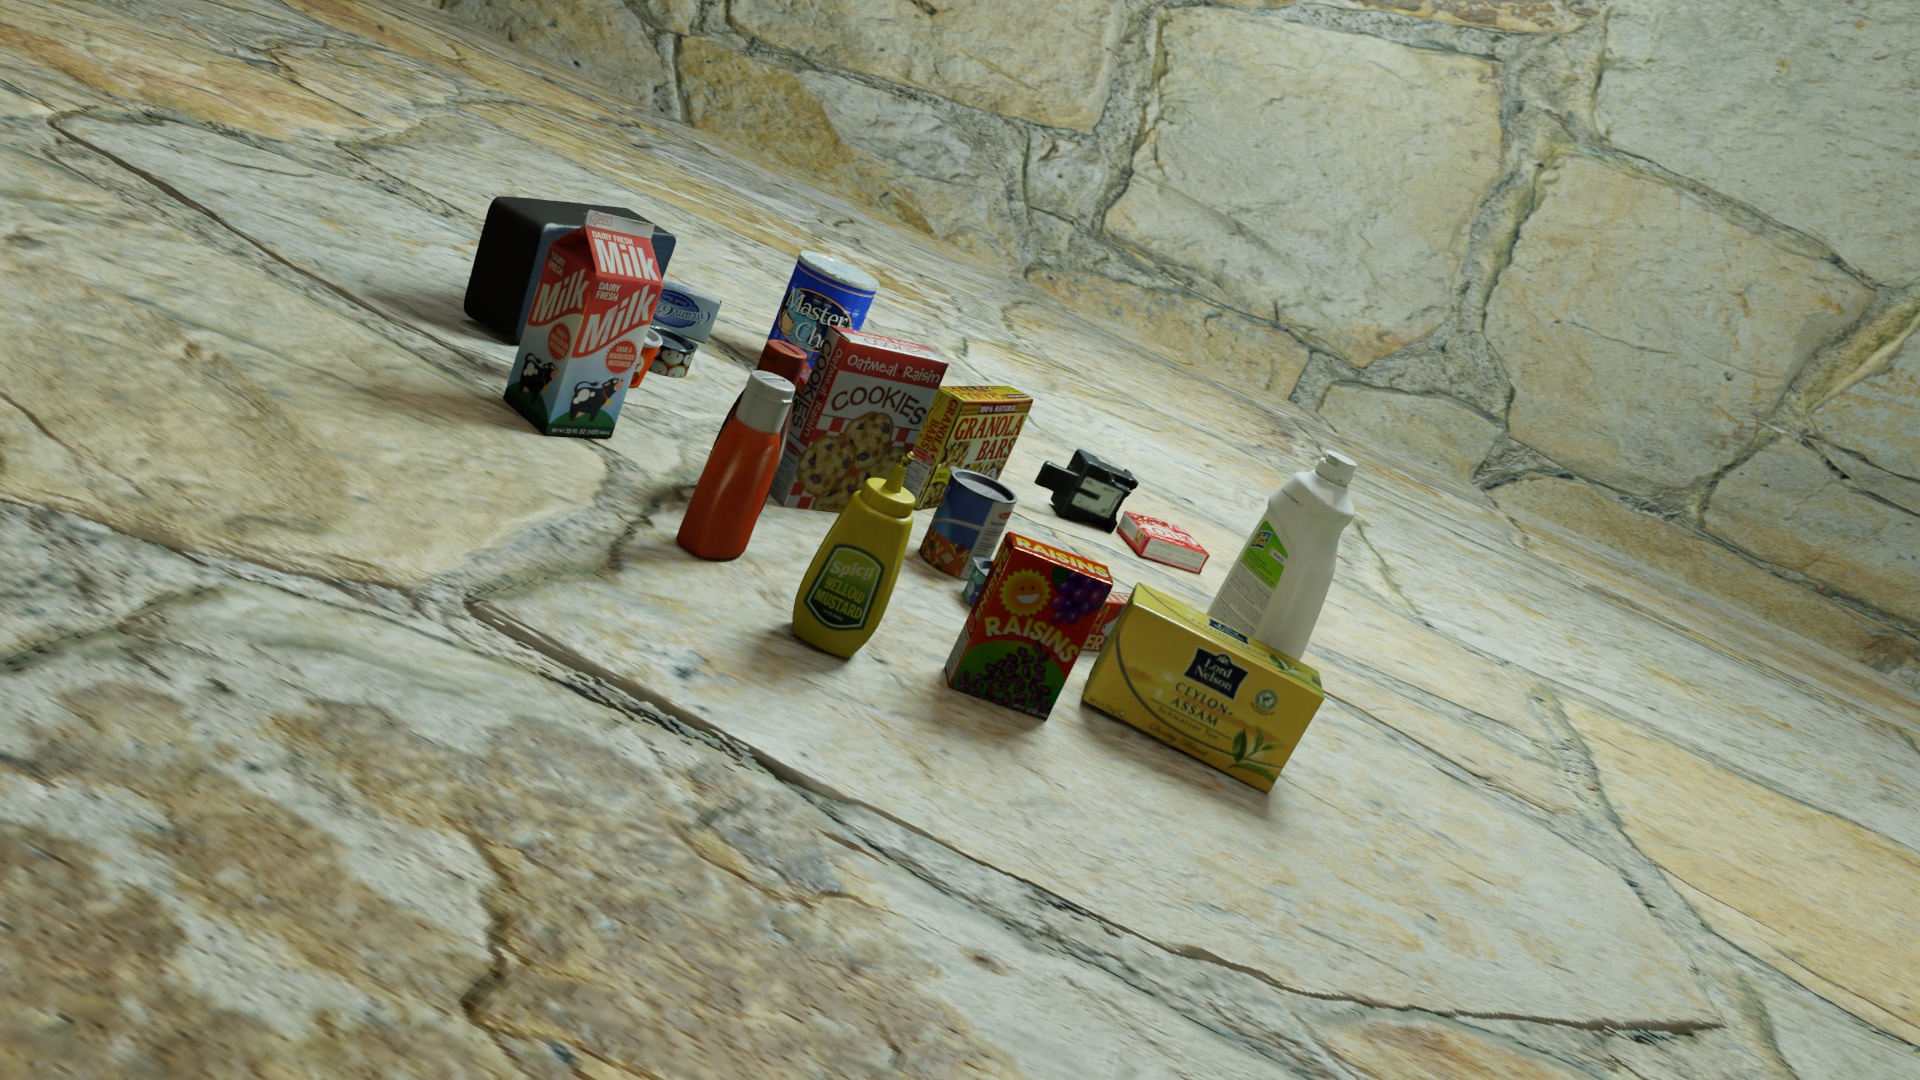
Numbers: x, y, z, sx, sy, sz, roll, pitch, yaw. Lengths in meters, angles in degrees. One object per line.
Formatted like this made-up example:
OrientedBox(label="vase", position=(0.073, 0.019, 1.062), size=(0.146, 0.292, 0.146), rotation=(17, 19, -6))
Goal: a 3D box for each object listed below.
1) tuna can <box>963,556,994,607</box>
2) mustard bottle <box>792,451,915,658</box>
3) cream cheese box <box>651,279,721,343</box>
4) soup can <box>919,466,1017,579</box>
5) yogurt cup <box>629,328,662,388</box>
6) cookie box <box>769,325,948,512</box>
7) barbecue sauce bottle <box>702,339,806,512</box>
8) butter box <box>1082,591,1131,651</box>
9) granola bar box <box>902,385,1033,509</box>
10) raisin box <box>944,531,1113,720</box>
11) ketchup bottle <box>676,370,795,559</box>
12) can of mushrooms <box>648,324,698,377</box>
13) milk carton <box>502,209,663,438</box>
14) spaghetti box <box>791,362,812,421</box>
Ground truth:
OrientedBox(label="tuna can", position=(0.036, 0.045, 1.238), size=(0.071, 0.032, 0.071), rotation=(22, 18, -7))
OrientedBox(label="mustard bottle", position=(-0.070, 0.006, 1.009), size=(0.065, 0.159, 0.049), rotation=(24, 17, -1))
OrientedBox(label="cream cheese box", position=(-0.339, -0.274, 1.632), size=(0.104, 0.053, 0.024), rotation=(17, 19, -20))
OrientedBox(label="soup can", position=(0.005, -0.016, 1.288), size=(0.071, 0.083, 0.071), rotation=(22, 18, -7))
OrientedBox(label="yogurt cup", position=(-0.339, -0.188, 1.389), size=(0.072, 0.053, 0.072), rotation=(22, 18, -7))
OrientedBox(label="cookie box", position=(-0.096, -0.108, 1.286), size=(0.123, 0.166, 0.040), rotation=(6, 25, -45))
OrientedBox(label="barbecue sauce bottle", position=(-0.174, -0.098, 1.190), size=(0.065, 0.148, 0.044), rotation=(35, 21, 31))
OrientedBox(label="butter box", position=(0.116, 0.070, 1.235), size=(0.103, 0.053, 0.024), rotation=(9, 23, -39))
OrientedBox(label="granola bar box", position=(0.005, -0.100, 1.460), size=(0.039, 0.123, 0.166), rotation=(31, 19, 21))
OrientedBox(label="raisin box", position=(0.052, 0.065, 1.056), size=(0.086, 0.123, 0.040), rotation=(20, 18, -11))
OrientedBox(label="ketchup bottle", position=(-0.170, -0.058, 1.082), size=(0.043, 0.148, 0.065), rotation=(32, 19, 24))
OrientedBox(label="can of mushrooms", position=(-0.318, -0.203, 1.490), size=(0.071, 0.033, 0.071), rotation=(22, 18, -7))
OrientedBox(label="milk carton", position=(-0.320, -0.189, 1.195), size=(0.073, 0.190, 0.072), rotation=(35, 21, 32))
OrientedBox(label="spaghetti box", position=(-0.158, -0.138, 1.481), size=(0.029, 0.050, 0.251), rotation=(14, 21, -30))
